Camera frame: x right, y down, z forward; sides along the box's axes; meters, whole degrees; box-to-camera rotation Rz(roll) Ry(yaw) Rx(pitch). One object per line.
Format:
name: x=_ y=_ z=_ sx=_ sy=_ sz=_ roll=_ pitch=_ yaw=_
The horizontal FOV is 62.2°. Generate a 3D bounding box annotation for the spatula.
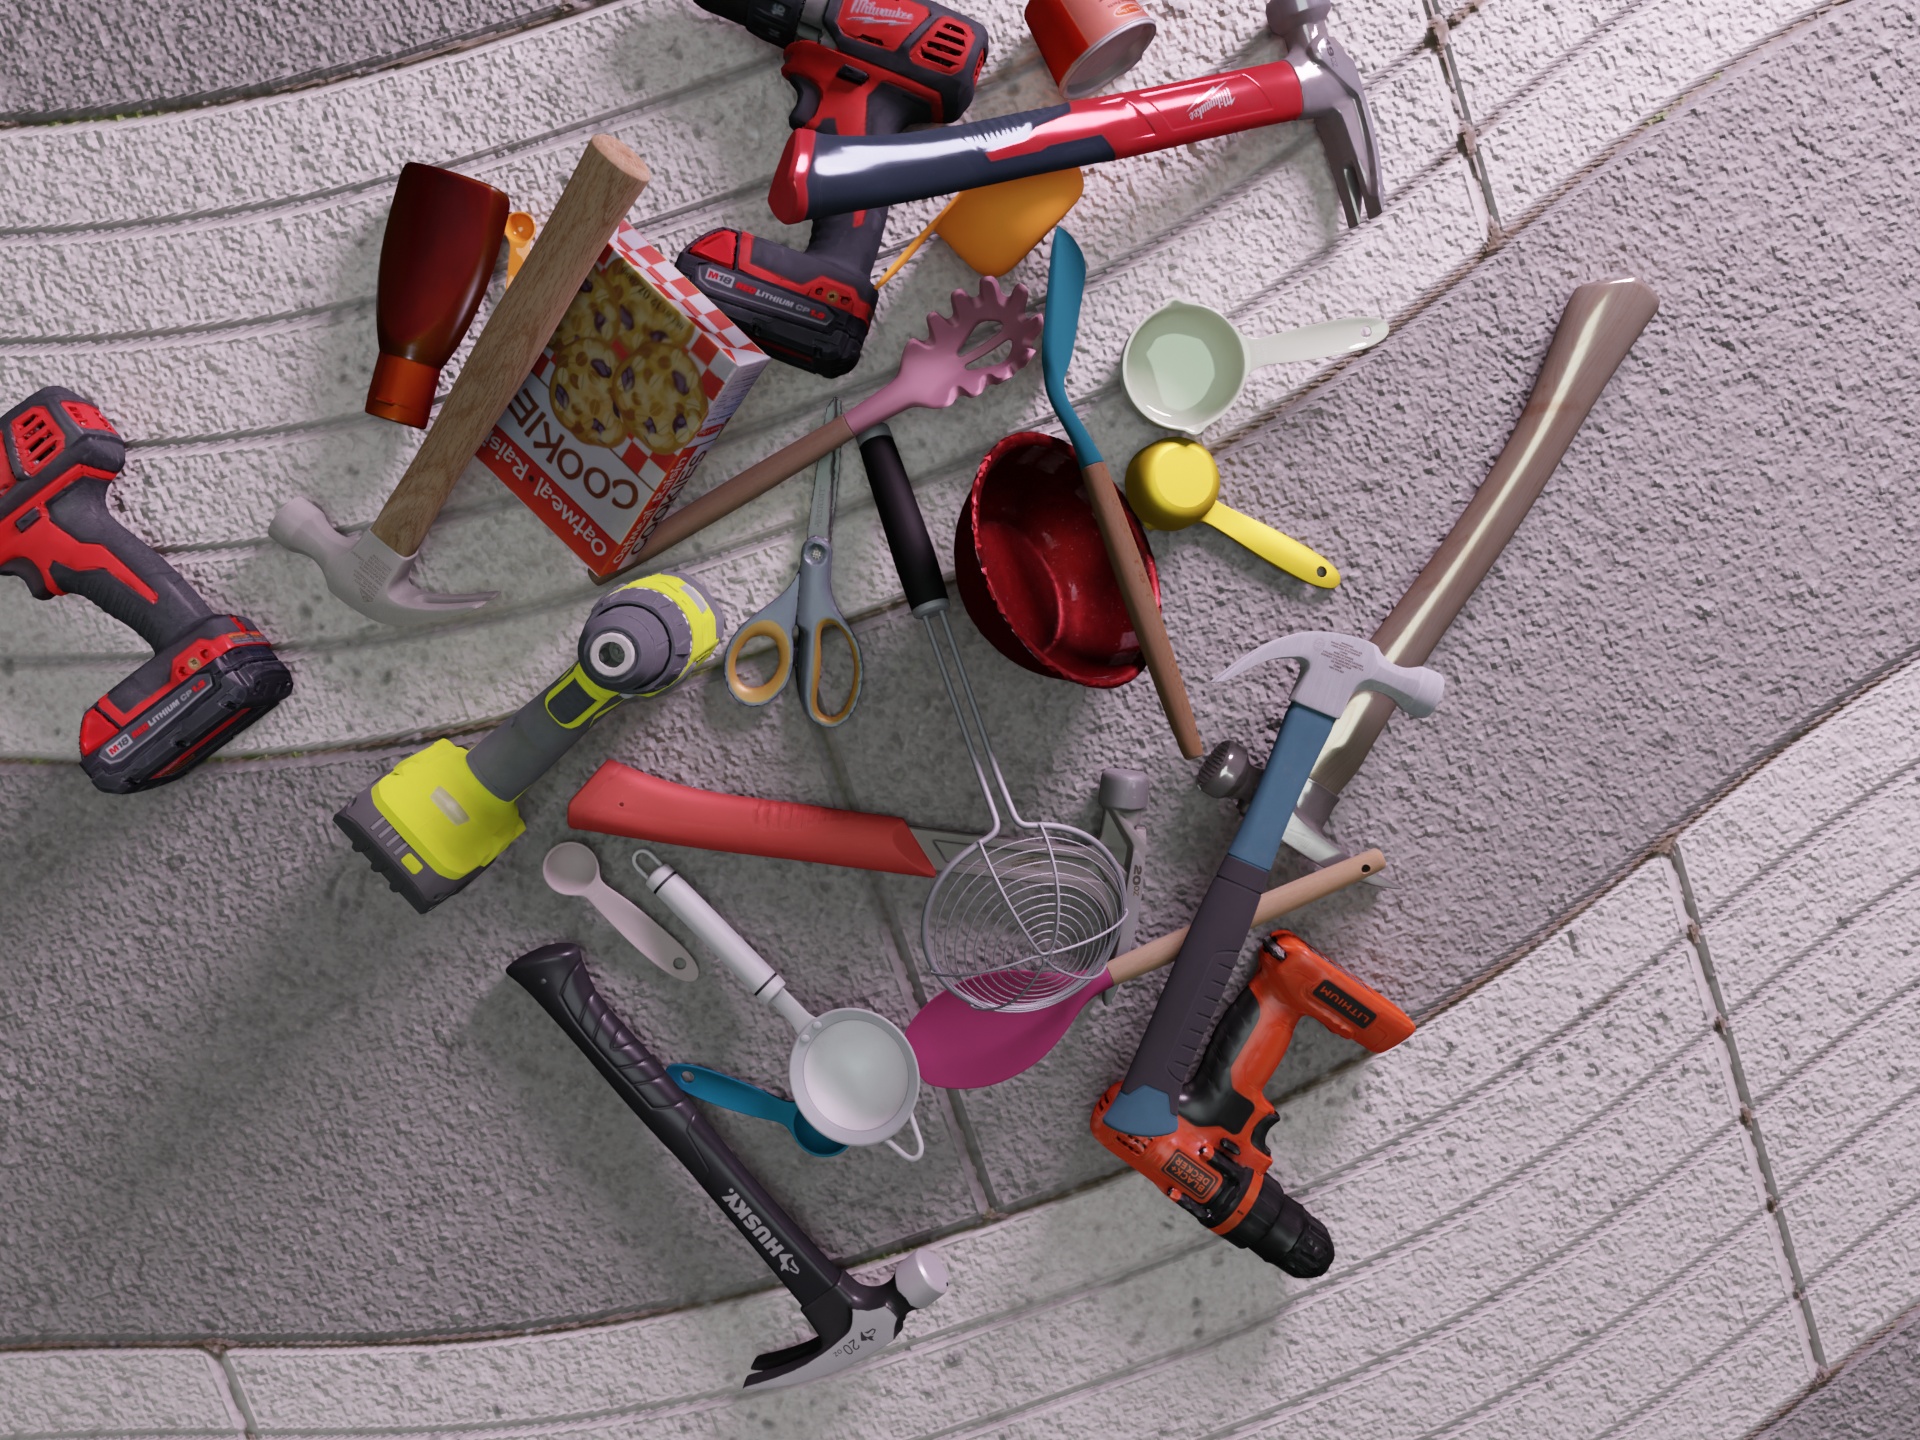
spatula: x=0.097 y=-0.131 z=0.944 sx=0.044 sy=0.082 sz=0.317 roll=-19 pitch=88 yaw=16

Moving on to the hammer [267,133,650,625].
hammer: x=-0.268 y=-0.181 z=0.895 sx=0.130 sy=0.031 sz=0.331 roll=39 pitch=118 yaw=-6

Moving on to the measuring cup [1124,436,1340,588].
measuring cup: x=0.175 y=-0.124 z=0.988 sx=0.156 sy=0.029 sz=0.062 roll=28 pitch=78 yaw=-9

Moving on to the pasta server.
pasta server: x=-0.091 y=-0.164 z=0.952 sx=0.316 sy=0.040 sz=0.060 roll=-29 pitch=87 yaw=8

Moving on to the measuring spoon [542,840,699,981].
measuring spoon: x=-0.212 y=0.122 z=1.006 sx=0.034 sy=0.018 sz=0.124 roll=-45 pitch=103 yaw=2

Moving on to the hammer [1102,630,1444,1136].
hammer: x=0.170 y=0.100 z=0.963 sx=0.128 sy=0.033 sz=0.331 roll=23 pitch=90 yaw=-1

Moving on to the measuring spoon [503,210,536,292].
measuring spoon: x=-0.266 y=-0.248 z=0.965 sx=0.021 sy=0.011 sz=0.117 roll=2 pitch=99 yaw=0

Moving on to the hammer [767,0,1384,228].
hammer: x=0.076 y=-0.314 z=0.889 sx=0.386 sy=0.038 sz=0.143 roll=-21 pitch=96 yaw=-25

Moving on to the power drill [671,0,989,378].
power drill: x=-0.103 y=-0.336 z=0.933 sx=0.188 sy=0.080 sz=0.227 roll=20 pitch=92 yaw=-5

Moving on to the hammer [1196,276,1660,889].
hammer: x=0.320 y=-0.091 z=1.002 sx=0.146 sy=0.038 sz=0.410 roll=33 pitch=93 yaw=-7

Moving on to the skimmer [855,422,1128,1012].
skimmer: x=-0.002 y=-0.003 z=0.968 sx=0.127 sy=0.090 sz=0.363 roll=-17 pitch=78 yaw=-8

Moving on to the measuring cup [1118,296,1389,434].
measuring cup: x=0.178 y=-0.224 z=0.980 sx=0.167 sy=0.038 sz=0.083 roll=-12 pitch=96 yaw=-4

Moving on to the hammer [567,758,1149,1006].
hammer: x=-0.064 y=0.084 z=0.997 sx=0.359 sy=0.037 sz=0.149 roll=7 pitch=95 yaw=-5

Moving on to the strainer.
strainer: x=-0.112 y=0.172 z=0.995 sx=0.258 sy=0.050 sz=0.087 roll=45 pitch=103 yaw=3

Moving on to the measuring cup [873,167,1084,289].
measuring cup: x=0.011 y=-0.276 z=0.912 sx=0.052 sy=0.095 sz=0.174 roll=43 pitch=53 yaw=-10

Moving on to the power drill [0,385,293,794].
power drill: x=-0.516 y=-0.071 z=0.937 sx=0.143 sy=0.078 sz=0.219 roll=-36 pitch=94 yaw=1

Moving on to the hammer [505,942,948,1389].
hammer: x=-0.168 y=0.275 z=1.004 sx=0.146 sy=0.035 sz=0.335 roll=-39 pitch=94 yaw=12

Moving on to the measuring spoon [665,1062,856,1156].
measuring spoon: x=-0.127 y=0.243 z=1.023 sx=0.128 sy=0.021 sz=0.042 roll=18 pitch=99 yaw=4

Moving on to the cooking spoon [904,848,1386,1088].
cooking spoon: x=0.116 y=0.148 z=0.989 sx=0.319 sy=0.017 sz=0.069 roll=-23 pitch=95 yaw=0

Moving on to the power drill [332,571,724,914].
power drill: x=-0.238 y=0.004 z=0.905 sx=0.228 sy=0.190 sz=0.080 roll=-40 pitch=97 yaw=6
